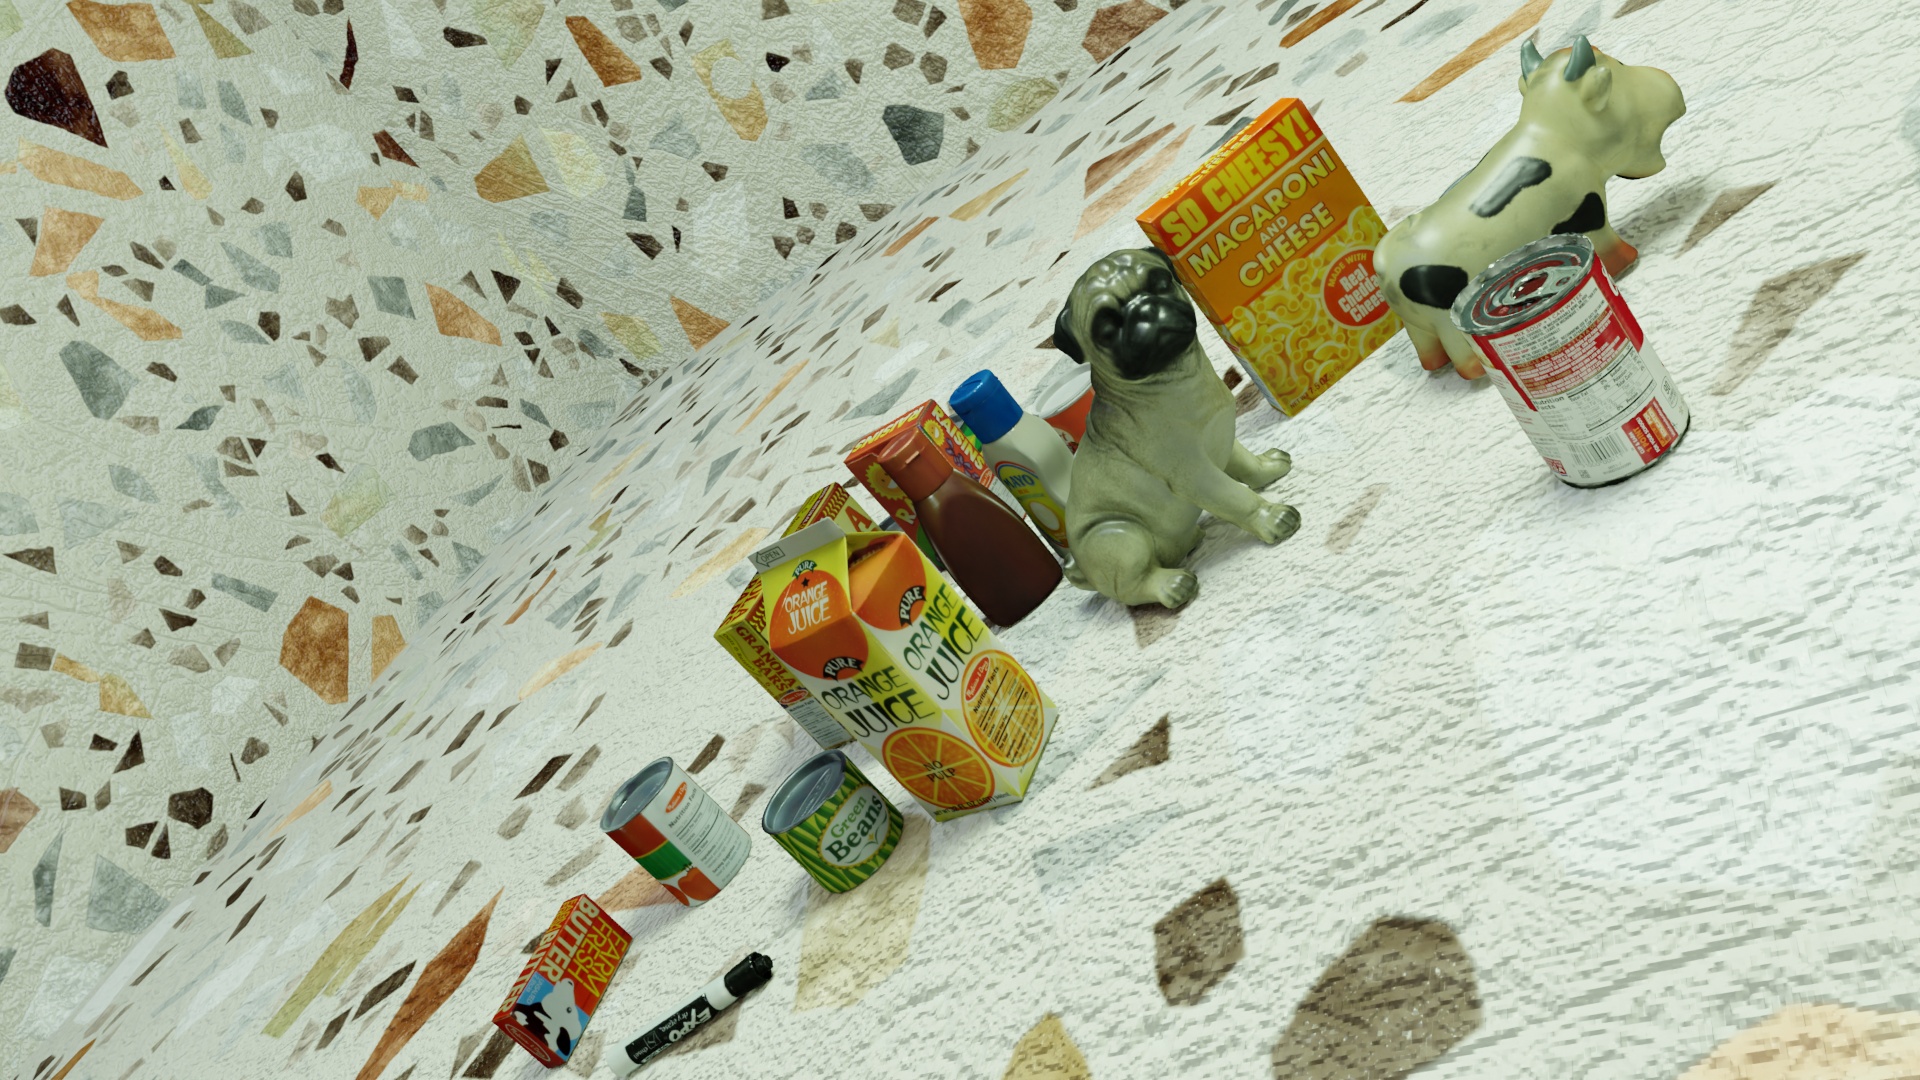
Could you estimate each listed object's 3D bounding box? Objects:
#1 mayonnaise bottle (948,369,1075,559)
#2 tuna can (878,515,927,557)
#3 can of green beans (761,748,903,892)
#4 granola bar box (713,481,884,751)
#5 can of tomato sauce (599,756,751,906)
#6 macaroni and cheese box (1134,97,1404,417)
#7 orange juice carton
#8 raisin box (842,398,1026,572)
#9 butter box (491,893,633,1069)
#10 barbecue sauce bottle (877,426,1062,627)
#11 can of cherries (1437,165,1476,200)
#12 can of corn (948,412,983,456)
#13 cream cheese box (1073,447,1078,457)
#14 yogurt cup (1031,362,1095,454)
[{"bbox_3d":[0.050,-0.050,0.949,0.041,0.148,0.064,-51,21,-27],"label":"mayonnaise bottle"},{"bbox_3d":[-0.050,0.001,1.198,0.071,0.032,0.071,-35,20,15],"label":"tuna can"},{"bbox_3d":[-0.077,0.170,0.844,0.071,0.057,0.071,-35,20,15],"label":"can of green beans"},{"bbox_3d":[-0.095,0.053,1.031,0.039,0.124,0.166,-26,24,37],"label":"granola bar box"},{"bbox_3d":[-0.197,0.202,0.961,0.071,0.083,0.071,-36,20,15],"label":"can of tomato sauce"},{"bbox_3d":[0.212,-0.183,0.909,0.123,0.166,0.040,-40,19,3],"label":"macaroni and cheese box"},{"bbox_3d":[-0.036,0.066,0.790,0.071,0.192,0.073,-24,25,39],"label":"orange juice carton"},{"bbox_3d":[-0.019,-0.042,1.097,0.086,0.123,0.040,-25,25,38],"label":"raisin box"},{"bbox_3d":[-0.265,0.294,0.933,0.024,0.053,0.104,-29,23,32],"label":"butter box"},{"bbox_3d":[0.003,-0.012,0.952,0.065,0.148,0.044,-42,19,-4],"label":"barbecue sauce bottle"},{"bbox_3d":[0.342,-0.201,0.868,0.071,0.058,0.072,-35,20,15],"label":"can of cherries"},{"bbox_3d":[-0.005,-0.069,1.228,0.071,0.058,0.071,-35,20,15],"label":"can of corn"},{"bbox_3d":[0.117,-0.069,1.008,0.024,0.053,0.104,-24,25,40],"label":"cream cheese box"},{"bbox_3d":[0.099,-0.104,1.116,0.072,0.054,0.073,-35,20,15],"label":"yogurt cup"}]
